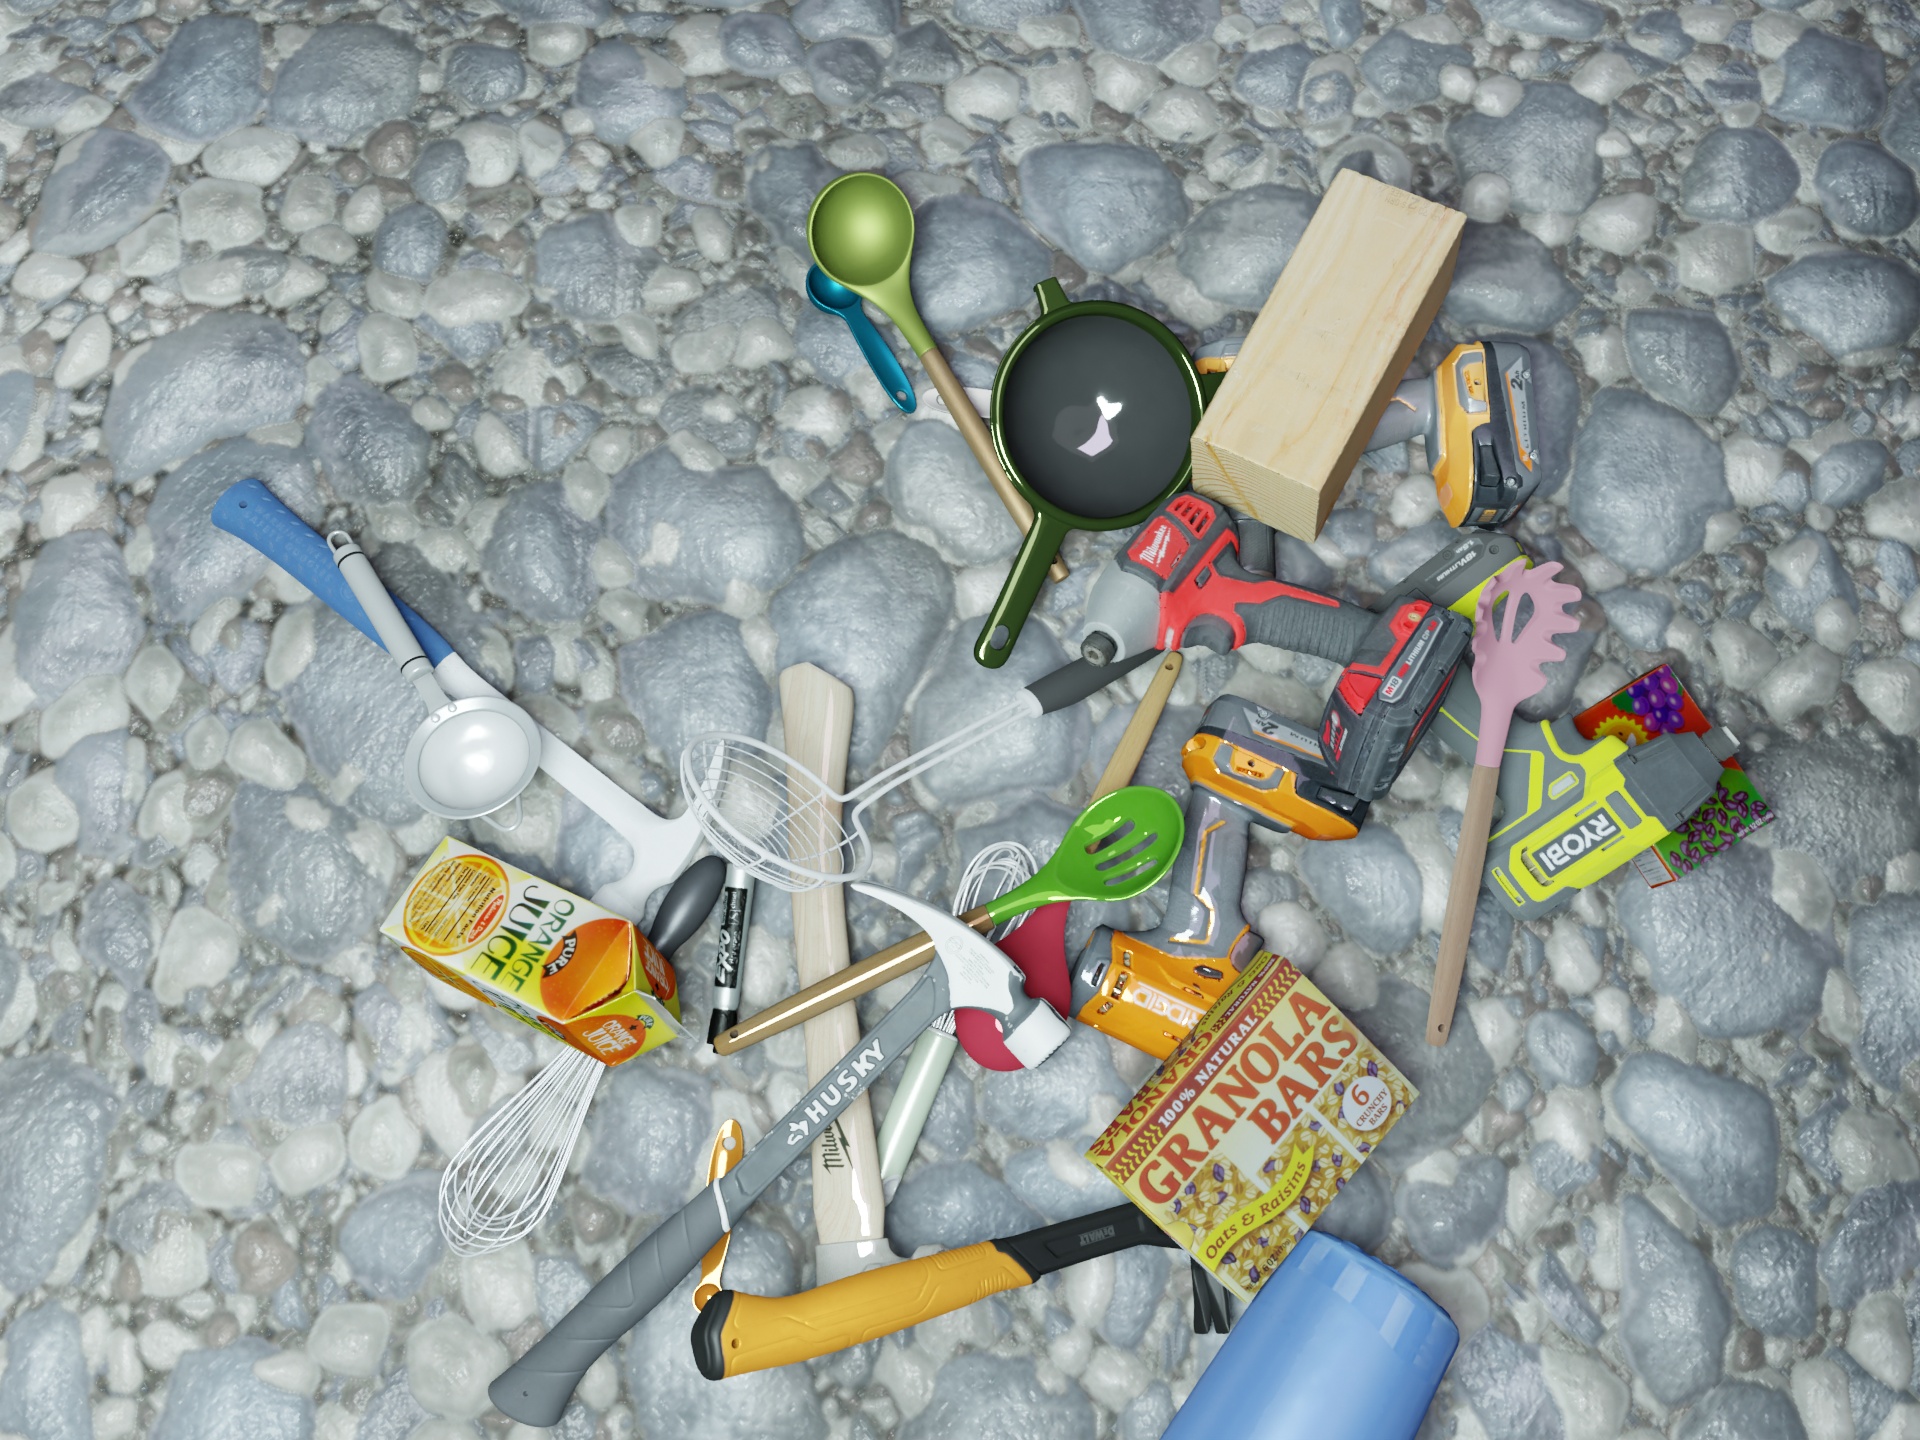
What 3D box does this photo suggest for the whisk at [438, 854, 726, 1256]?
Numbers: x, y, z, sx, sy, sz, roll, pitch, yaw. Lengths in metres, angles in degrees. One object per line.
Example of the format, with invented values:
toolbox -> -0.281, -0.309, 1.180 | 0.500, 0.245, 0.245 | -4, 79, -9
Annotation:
whisk -> -0.231, 0.204, 0.995 | 0.070, 0.070, 0.285 | 30, 72, 6

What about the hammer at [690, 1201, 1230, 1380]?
hammer -> 0.010, 0.321, 0.900 | 0.336, 0.034, 0.127 | -3, 75, -32

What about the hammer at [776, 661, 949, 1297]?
hammer -> -0.094, 0.162, 1.006 | 0.146, 0.038, 0.411 | -13, 70, 18

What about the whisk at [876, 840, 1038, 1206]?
whisk -> -0.010, 0.191, 1.009 | 0.059, 0.057, 0.246 | 15, 76, 38

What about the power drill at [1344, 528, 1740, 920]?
power drill -> 0.365, -0.007, 1.022 | 0.171, 0.080, 0.223 | -40, 77, 21

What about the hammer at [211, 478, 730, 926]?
hammer -> -0.333, -0.033, 1.061 | 0.405, 0.035, 0.144 | 37, 78, 8

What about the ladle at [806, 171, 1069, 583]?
ladle -> -0.009, -0.236, 1.102 | 0.078, 0.062, 0.320 | -29, 84, -5

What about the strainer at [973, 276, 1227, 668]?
strainer -> 0.064, -0.154, 1.072 | 0.151, 0.069, 0.256 | 25, 90, -14

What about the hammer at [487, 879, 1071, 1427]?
hammer -> -0.129, 0.266, 0.931 | 0.409, 0.036, 0.149 | -45, 82, 6

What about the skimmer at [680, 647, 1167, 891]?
skimmer -> -0.002, -0.003, 0.985 | 0.363, 0.090, 0.127 | -27, 58, -25

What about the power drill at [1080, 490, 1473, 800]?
power drill -> 0.186, -0.049, 0.984 | 0.220, 0.078, 0.143 | 29, 56, 20

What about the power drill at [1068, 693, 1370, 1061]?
power drill -> 0.182, 0.116, 1.013 | 0.164, 0.084, 0.226 | 25, 81, 5

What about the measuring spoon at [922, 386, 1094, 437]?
measuring spoon -> 0.034, -0.222, 1.131 | 0.124, 0.018, 0.034 | 9, 87, 8

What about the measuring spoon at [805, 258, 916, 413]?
measuring spoon -> -0.071, -0.271, 1.141 | 0.042, 0.021, 0.128 | -30, 87, -27

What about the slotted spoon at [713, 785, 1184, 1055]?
slotted spoon -> -0.006, 0.128, 0.962 | 0.314, 0.031, 0.070 | -26, 55, -2

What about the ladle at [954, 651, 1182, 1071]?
ladle -> 0.081, 0.078, 1.012 | 0.069, 0.031, 0.315 | 21, 61, 13

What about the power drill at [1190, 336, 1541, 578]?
power drill -> 0.271, -0.171, 1.089 | 0.226, 0.084, 0.185 | 0, 75, 3

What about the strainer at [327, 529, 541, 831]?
strainer -> -0.343, -0.026, 1.021 | 0.087, 0.050, 0.259 | -32, 73, -14

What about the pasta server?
pasta server -> 0.324, 0.056, 0.987 | 0.060, 0.040, 0.316 | 7, 101, 0

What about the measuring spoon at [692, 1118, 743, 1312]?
measuring spoon -> -0.150, 0.309, 0.992 | 0.021, 0.011, 0.117 | 4, 72, 5
